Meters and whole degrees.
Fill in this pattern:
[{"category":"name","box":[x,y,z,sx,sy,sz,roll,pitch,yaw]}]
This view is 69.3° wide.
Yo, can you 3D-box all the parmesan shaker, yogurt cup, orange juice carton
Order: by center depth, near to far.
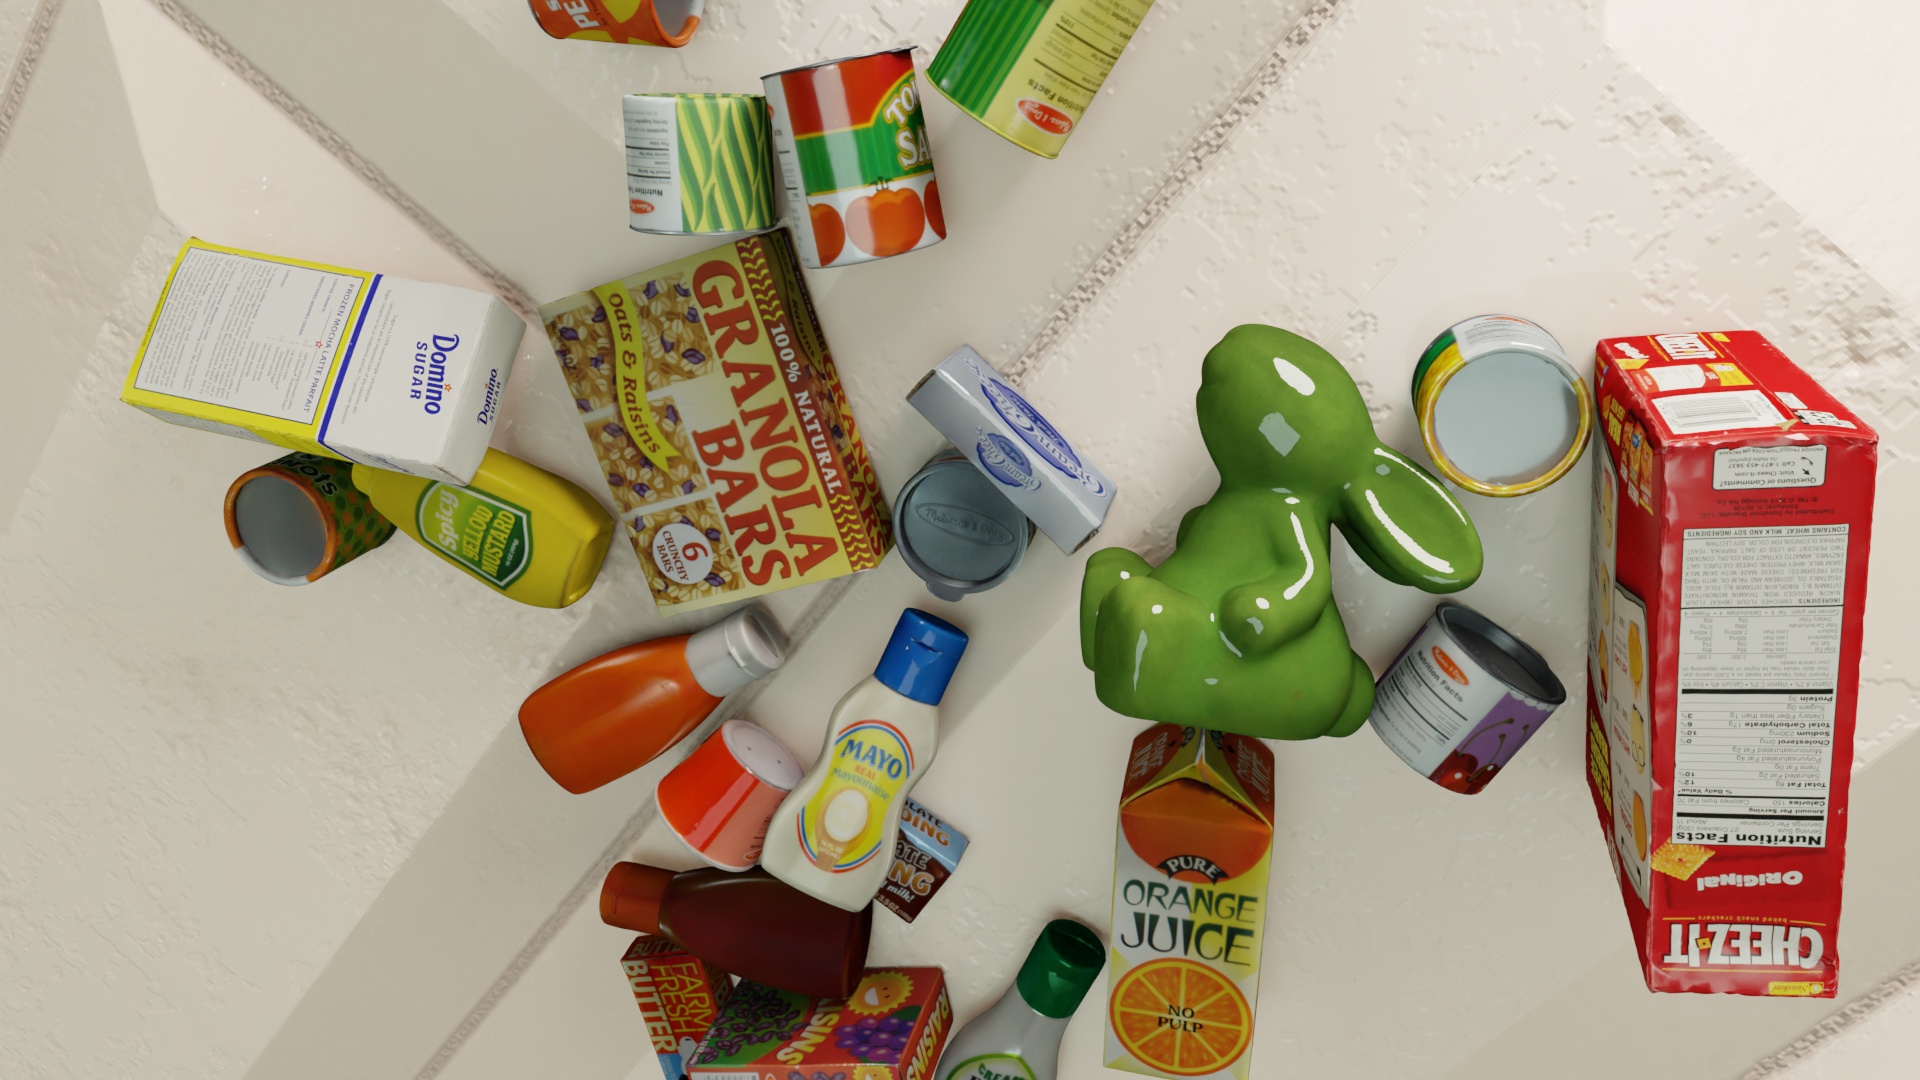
[{"category":"parmesan shaker","box":[0.041,-0.218,0.568,0.071,0.071,0.102,35,113,0]},{"category":"orange juice carton","box":[0.114,0.164,0.679,0.073,0.072,0.191,5,111,12]},{"category":"yogurt cup","box":[-0.119,0.132,0.731,0.072,0.072,0.054,40,102,-2]}]

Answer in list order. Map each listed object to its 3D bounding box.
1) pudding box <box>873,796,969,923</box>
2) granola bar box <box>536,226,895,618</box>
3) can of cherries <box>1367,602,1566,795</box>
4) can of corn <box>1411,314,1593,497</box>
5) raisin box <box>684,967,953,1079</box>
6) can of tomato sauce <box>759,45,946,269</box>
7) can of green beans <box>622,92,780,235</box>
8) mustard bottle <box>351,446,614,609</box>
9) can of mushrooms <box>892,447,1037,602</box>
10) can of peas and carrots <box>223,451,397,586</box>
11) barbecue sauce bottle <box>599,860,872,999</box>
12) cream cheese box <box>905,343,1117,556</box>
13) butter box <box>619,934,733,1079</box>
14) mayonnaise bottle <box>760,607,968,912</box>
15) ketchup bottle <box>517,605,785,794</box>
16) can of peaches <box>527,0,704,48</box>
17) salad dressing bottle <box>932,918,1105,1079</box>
[{"category":"pudding box","box":[-0.043,0.158,0.740,0.084,0.030,0.049,36,112,0]},{"category":"granola bar box","box":[-0.116,-0.055,0.678,0.124,0.039,0.165,-14,105,19]},{"category":"can of cherries","box":[0.226,0.071,0.622,0.071,0.072,0.058,32,114,2]},{"category":"can of corn","box":[0.224,-0.054,0.581,0.071,0.058,0.071,5,110,13]},{"category":"raisin box","box":[-0.074,0.275,0.759,0.123,0.086,0.040,-7,106,17]},{"category":"can of tomato sauce","box":[-0.044,-0.167,0.606,0.071,0.071,0.082,-6,108,16]},{"category":"can of green beans","box":[-0.117,-0.170,0.623,0.071,0.071,0.057,5,110,13]},{"category":"mustard bottle","box":[-0.262,-0.022,0.722,0.160,0.049,0.065,25,110,4]},{"category":"can of mushrooms","box":[0.002,-0.008,0.668,0.071,0.033,0.070,4,110,12]},{"category":"can of peas and carrots","box":[-0.344,-0.018,0.739,0.071,0.059,0.070,5,110,12]},{"category":"barbecue sauce bottle","box":[-0.125,0.209,0.771,0.148,0.044,0.065,7,92,13]},{"category":"cream cheese box","box":[0.026,-0.044,0.638,0.104,0.053,0.024,44,116,-4]},{"category":"butter box","box":[-0.157,0.279,0.816,0.053,0.024,0.103,-10,106,18]},{"category":"mayonnaise bottle","box":[-0.043,0.107,0.694,0.065,0.041,0.148,25,95,0]},{"category":"ketchup bottle","box":[-0.161,0.081,0.736,0.148,0.044,0.064,-27,101,21]},{"category":"can of peaches","box":[-0.149,-0.249,0.601,0.058,0.071,0.071,9,111,10]},{"category":"salad dressing bottle","box":[0.032,0.270,0.753,0.064,0.044,0.147,25,113,2]}]
